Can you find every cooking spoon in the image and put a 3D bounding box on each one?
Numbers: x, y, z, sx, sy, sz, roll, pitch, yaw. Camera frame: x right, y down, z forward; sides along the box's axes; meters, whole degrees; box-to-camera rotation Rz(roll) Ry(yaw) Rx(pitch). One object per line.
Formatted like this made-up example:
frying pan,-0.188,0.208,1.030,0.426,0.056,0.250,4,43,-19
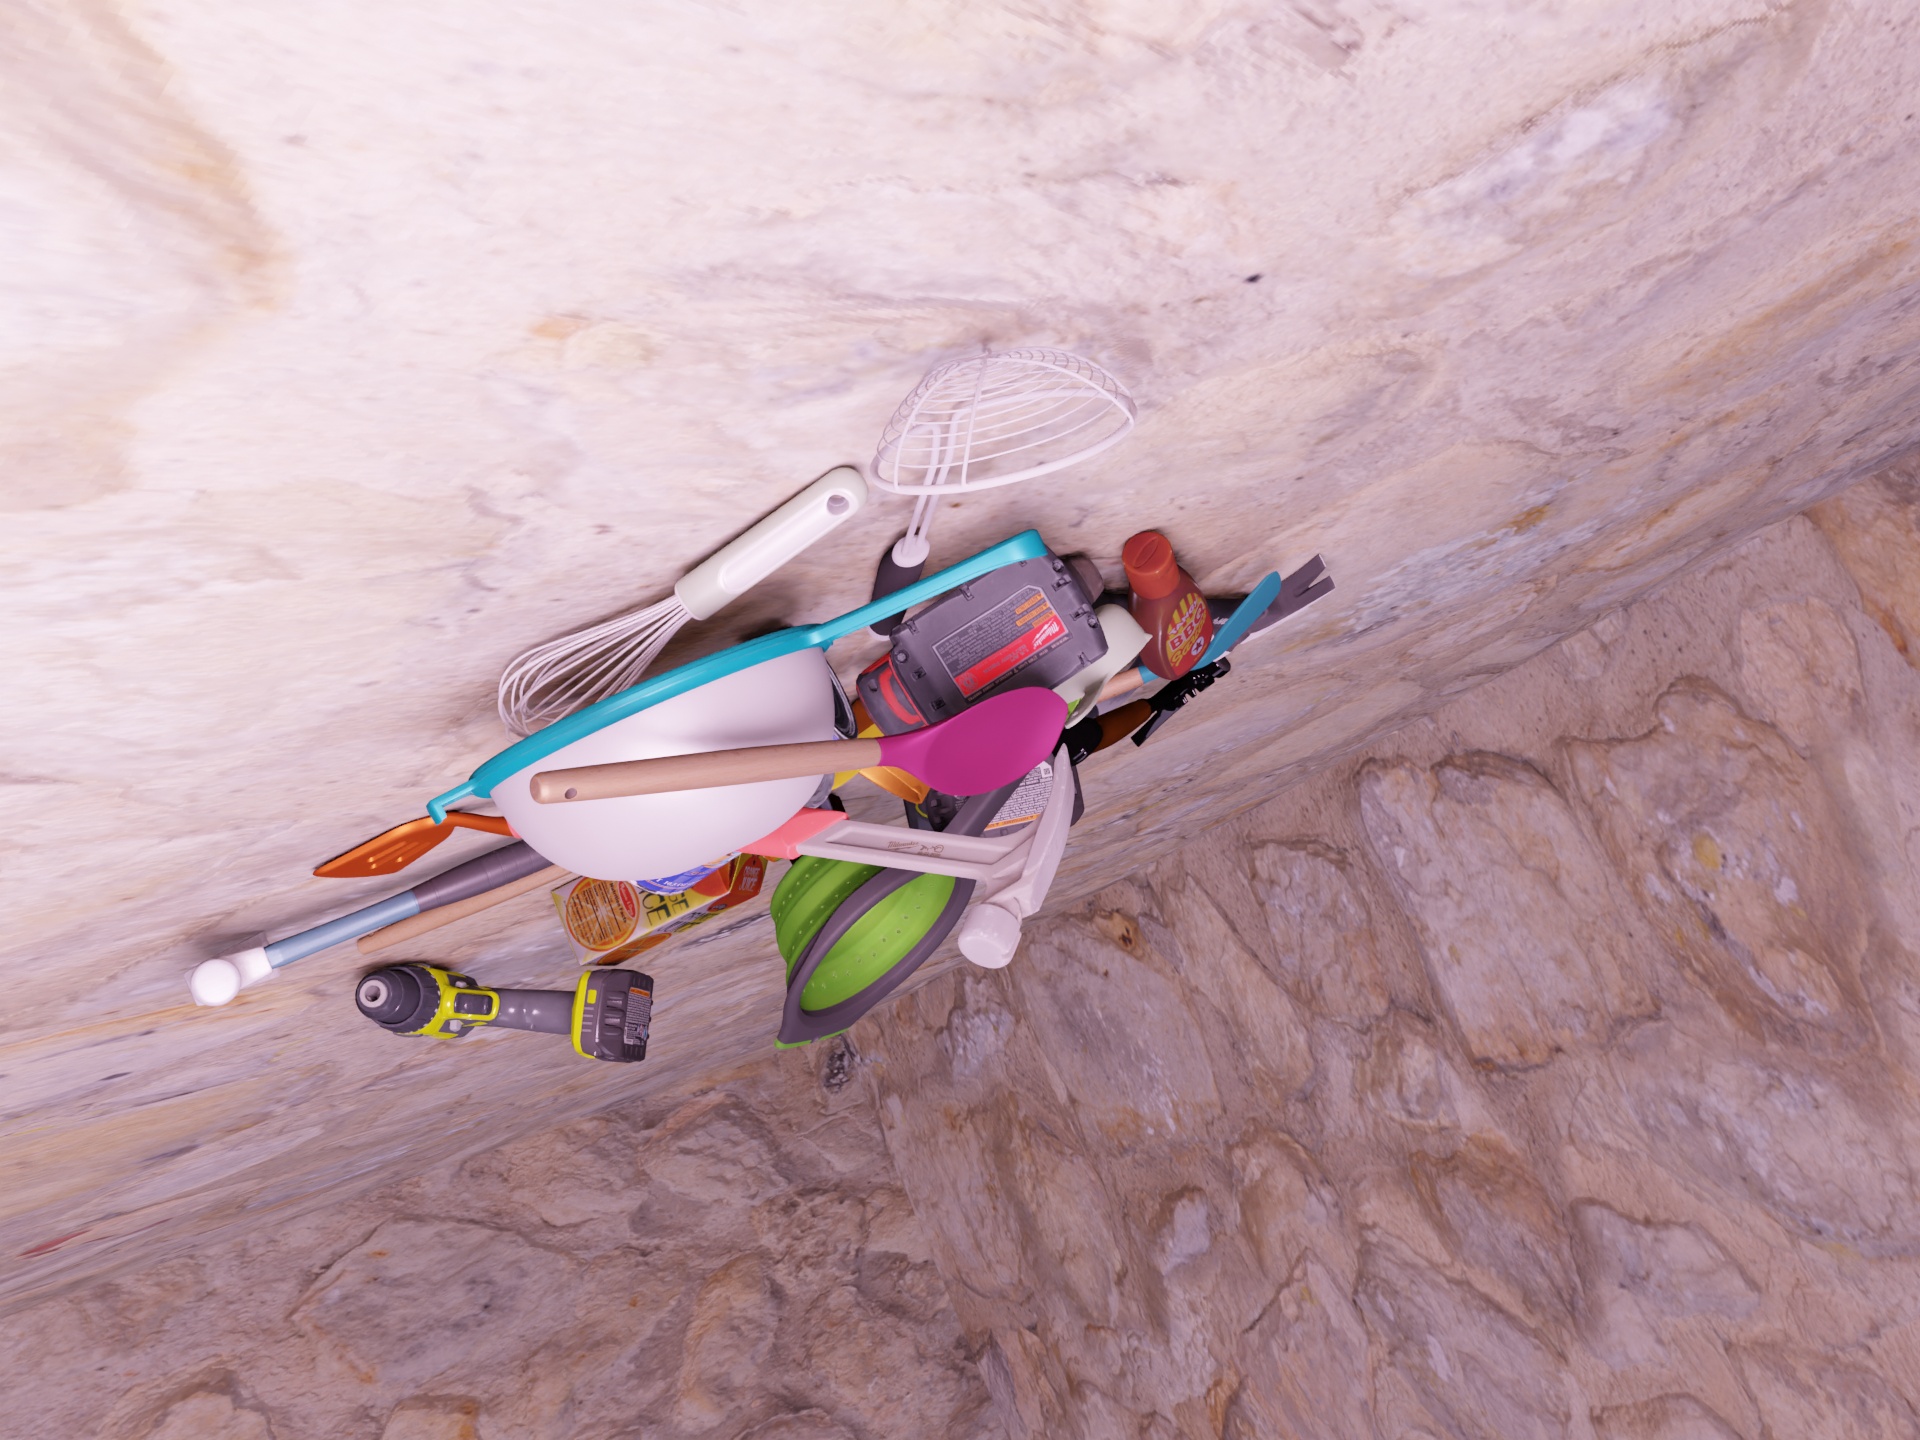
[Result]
cooking spoon,-0.064,0.017,0.789,0.318,0.017,0.068,-6,127,-41

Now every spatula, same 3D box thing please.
spatula,-0.265,0.077,1.037,0.322,0.041,0.081,-4,174,17
spatula,0.121,-0.038,1.311,0.317,0.044,0.082,-22,168,10

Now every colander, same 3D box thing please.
colander,-0.044,0.095,1.301,0.397,0.095,0.204,-53,156,19

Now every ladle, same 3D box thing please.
ladle,-0.322,0.130,1.252,0.320,0.062,0.078,-22,-158,3

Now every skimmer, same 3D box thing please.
skimmer,-0.005,-0.093,0.860,0.127,0.090,0.363,-24,168,-18

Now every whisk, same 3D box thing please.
whisk,-0.149,-0.059,0.841,0.246,0.059,0.057,-33,124,15

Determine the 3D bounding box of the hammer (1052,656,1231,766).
hammer,0.148,0.000,1.425,0.127,0.034,0.337,-41,171,24

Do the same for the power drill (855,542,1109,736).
power drill,0.027,-0.055,1.021,0.188,0.080,0.227,-33,-177,-7

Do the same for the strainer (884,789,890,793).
strainer,-0.002,-0.004,1.246,0.086,0.050,0.258,8,145,-26

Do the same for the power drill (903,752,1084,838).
power drill,0.037,0.066,1.475,0.171,0.080,0.223,-12,180,-5

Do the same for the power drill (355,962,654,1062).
power drill,-0.398,0.250,1.390,0.228,0.080,0.190,4,167,3

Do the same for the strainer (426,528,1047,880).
strainer,-0.094,0.007,0.843,0.340,0.095,0.211,-23,180,19

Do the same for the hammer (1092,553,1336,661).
hammer,0.198,-0.094,1.347,0.146,0.035,0.334,-32,165,32

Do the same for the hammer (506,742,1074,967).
hammer,-0.115,0.058,0.955,0.359,0.149,0.036,6,136,20

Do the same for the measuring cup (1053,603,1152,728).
measuring cup,0.079,-0.035,1.062,0.083,0.038,0.168,-36,-173,21

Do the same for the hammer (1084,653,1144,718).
hammer,0.011,0.001,1.382,0.409,0.036,0.149,-13,162,-40

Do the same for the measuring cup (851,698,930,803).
measuring cup,-0.069,-0.001,1.188,0.052,0.095,0.173,-57,145,-14

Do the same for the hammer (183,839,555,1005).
hammer,-0.373,0.123,1.126,0.331,0.033,0.128,-22,-177,-28

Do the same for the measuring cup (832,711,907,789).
measuring cup,-0.053,-0.001,1.126,0.156,0.062,0.029,-43,160,-40
